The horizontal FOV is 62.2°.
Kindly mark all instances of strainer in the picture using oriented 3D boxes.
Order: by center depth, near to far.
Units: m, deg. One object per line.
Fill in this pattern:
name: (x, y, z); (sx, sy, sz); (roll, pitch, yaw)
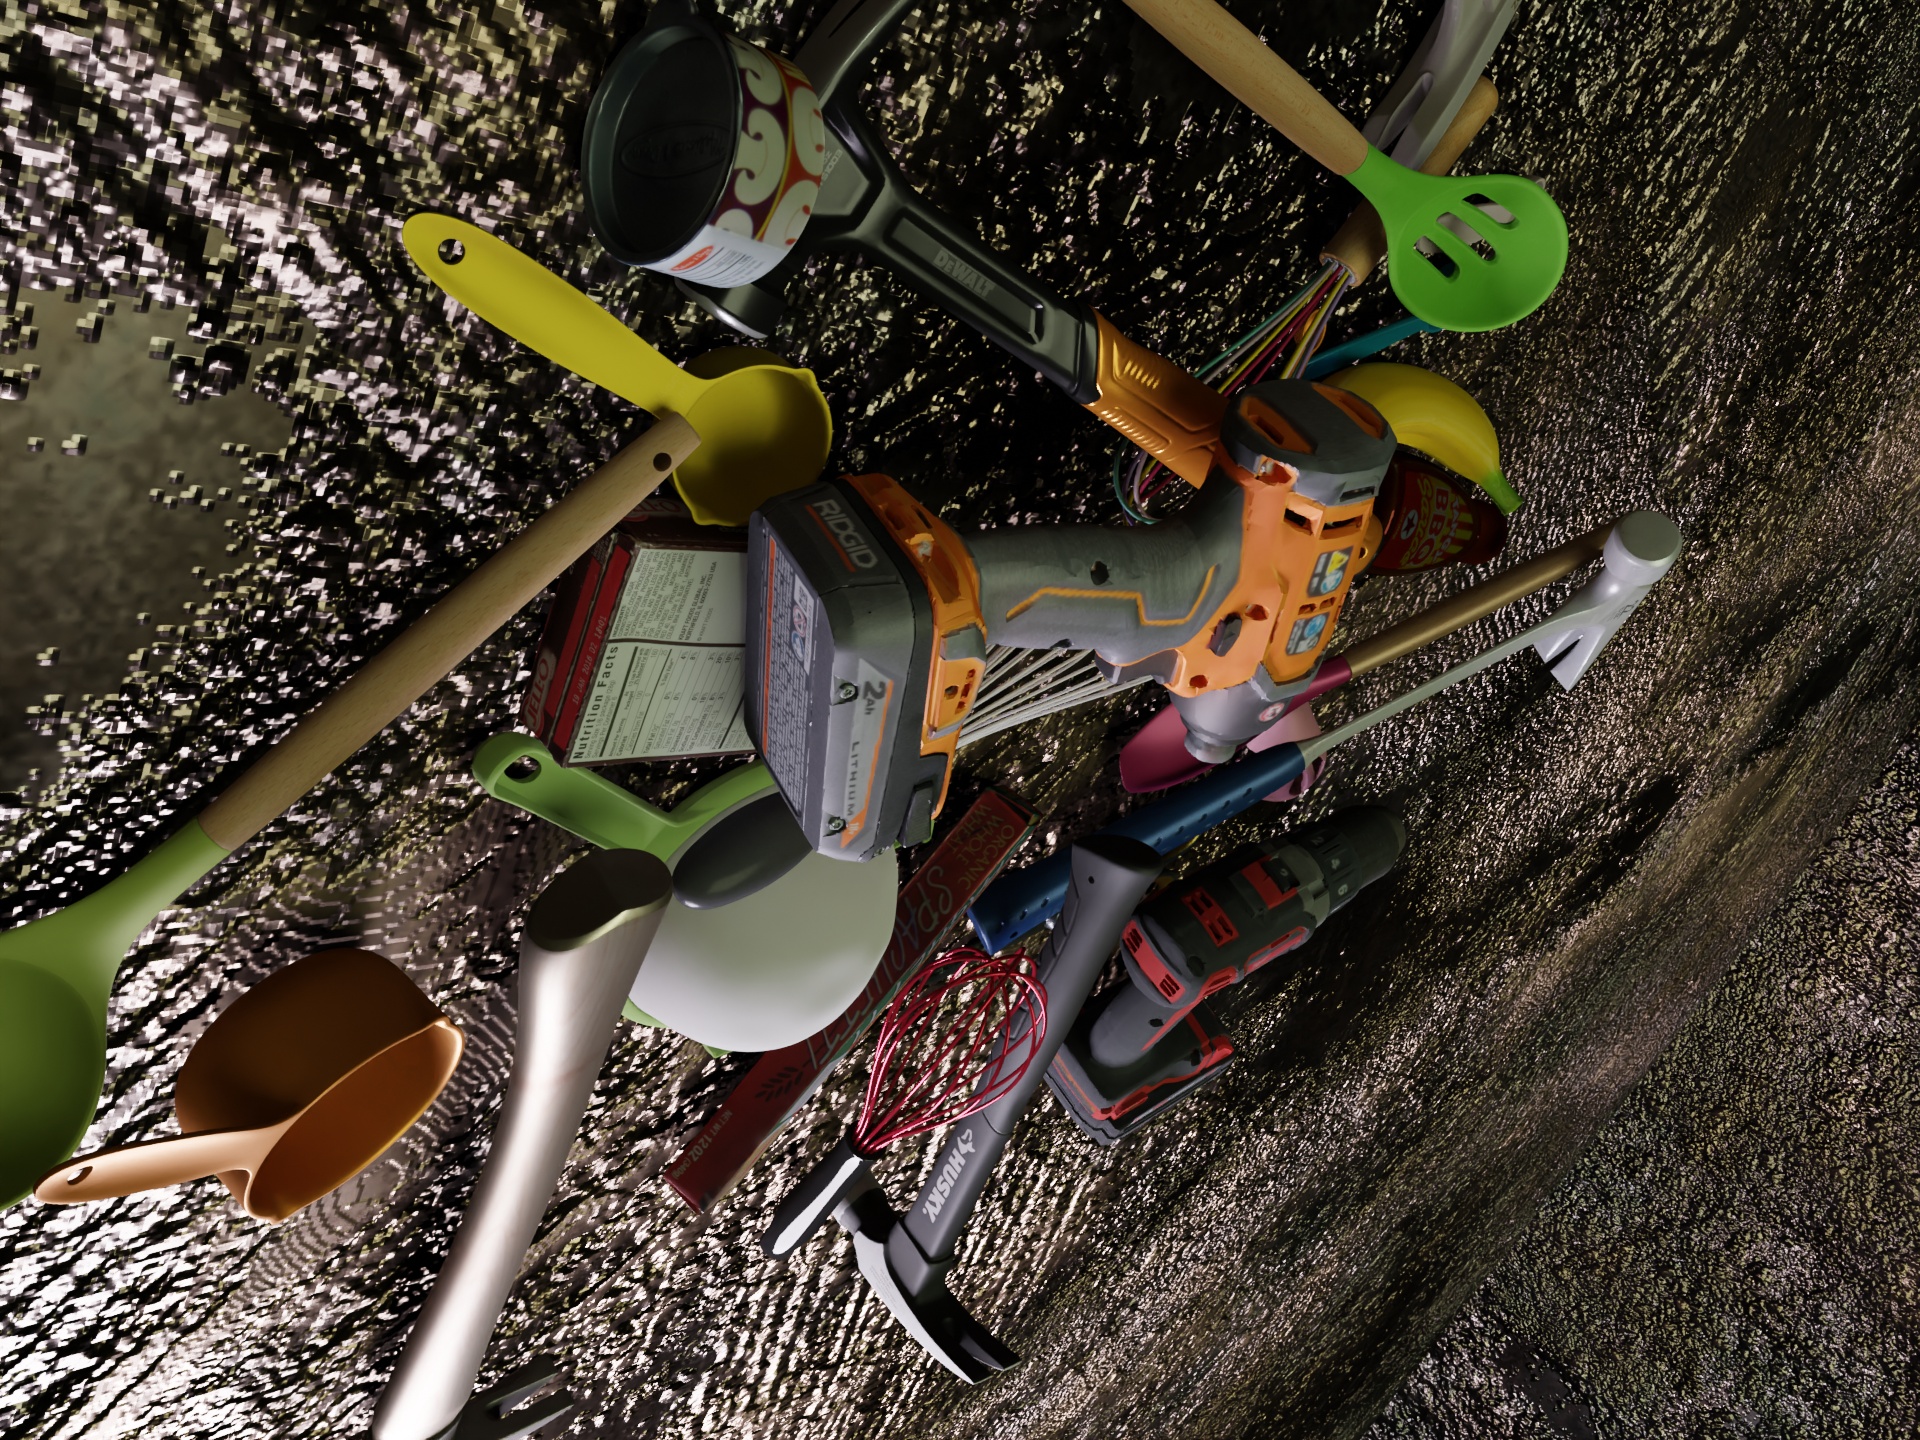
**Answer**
strainer: (-0.095, 0.071, 0.634); (0.151, 0.069, 0.256); (-47, 148, 0)

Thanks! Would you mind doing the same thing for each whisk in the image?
whisk: (0.000, -0.001, 0.647); (0.284, 0.070, 0.070); (-33, 145, -32)
whisk: (0.146, -0.177, 0.681); (0.245, 0.051, 0.047); (-52, -179, 0)
whisk: (-0.039, 0.204, 0.808); (0.073, 0.073, 0.295); (-10, 147, -42)

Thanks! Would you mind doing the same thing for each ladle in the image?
ladle: (-0.196, 0.022, 0.466); (0.320, 0.062, 0.078); (-42, 133, -4)

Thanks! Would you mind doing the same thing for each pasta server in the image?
pasta server: (0.157, -0.047, 0.835); (0.060, 0.040, 0.315); (-40, 142, -11)

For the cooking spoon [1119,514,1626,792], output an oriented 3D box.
cooking spoon: (0.226, -0.039, 0.845); (0.319, 0.017, 0.068); (-26, 139, -8)

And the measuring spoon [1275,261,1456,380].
measuring spoon: (0.196, -0.188, 0.744); (0.128, 0.021, 0.042); (-25, 165, -16)

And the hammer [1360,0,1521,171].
hammer: (0.096, -0.293, 0.504); (0.359, 0.037, 0.149); (1, 124, -49)

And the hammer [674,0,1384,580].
hammer: (0.062, -0.130, 0.575); (0.336, 0.034, 0.127); (24, 106, -43)

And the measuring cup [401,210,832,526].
measuring cup: (-0.104, -0.112, 0.486); (0.156, 0.029, 0.062); (29, 103, -44)

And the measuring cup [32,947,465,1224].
measuring cup: (-0.233, 0.116, 0.505); (0.095, 0.052, 0.173); (-50, 164, 6)

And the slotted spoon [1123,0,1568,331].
slotted spoon: (0.131, -0.221, 0.585); (0.313, 0.031, 0.070); (16, 135, -42)

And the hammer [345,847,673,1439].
hammer: (-0.185, 0.207, 0.668); (0.146, 0.038, 0.410); (-11, 138, -44)

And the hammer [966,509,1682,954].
hammer: (0.188, 0.017, 0.844); (0.405, 0.035, 0.144); (-27, 157, -7)

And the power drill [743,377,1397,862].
power drill: (0.041, -0.027, 0.572); (0.226, 0.084, 0.164); (-15, 137, -24)

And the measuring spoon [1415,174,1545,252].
measuring spoon: (0.230, -0.228, 0.718); (0.124, 0.018, 0.034); (-27, 149, -44)

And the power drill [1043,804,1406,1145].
power drill: (0.148, 0.138, 0.915); (0.188, 0.080, 0.226); (-23, 154, -31)

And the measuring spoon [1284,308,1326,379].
measuring spoon: (0.133, -0.131, 0.712); (0.021, 0.011, 0.117); (22, 94, -54)

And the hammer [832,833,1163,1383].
hammer: (0.025, 0.193, 0.810); (0.035, 0.146, 0.334); (-7, 131, -41)
